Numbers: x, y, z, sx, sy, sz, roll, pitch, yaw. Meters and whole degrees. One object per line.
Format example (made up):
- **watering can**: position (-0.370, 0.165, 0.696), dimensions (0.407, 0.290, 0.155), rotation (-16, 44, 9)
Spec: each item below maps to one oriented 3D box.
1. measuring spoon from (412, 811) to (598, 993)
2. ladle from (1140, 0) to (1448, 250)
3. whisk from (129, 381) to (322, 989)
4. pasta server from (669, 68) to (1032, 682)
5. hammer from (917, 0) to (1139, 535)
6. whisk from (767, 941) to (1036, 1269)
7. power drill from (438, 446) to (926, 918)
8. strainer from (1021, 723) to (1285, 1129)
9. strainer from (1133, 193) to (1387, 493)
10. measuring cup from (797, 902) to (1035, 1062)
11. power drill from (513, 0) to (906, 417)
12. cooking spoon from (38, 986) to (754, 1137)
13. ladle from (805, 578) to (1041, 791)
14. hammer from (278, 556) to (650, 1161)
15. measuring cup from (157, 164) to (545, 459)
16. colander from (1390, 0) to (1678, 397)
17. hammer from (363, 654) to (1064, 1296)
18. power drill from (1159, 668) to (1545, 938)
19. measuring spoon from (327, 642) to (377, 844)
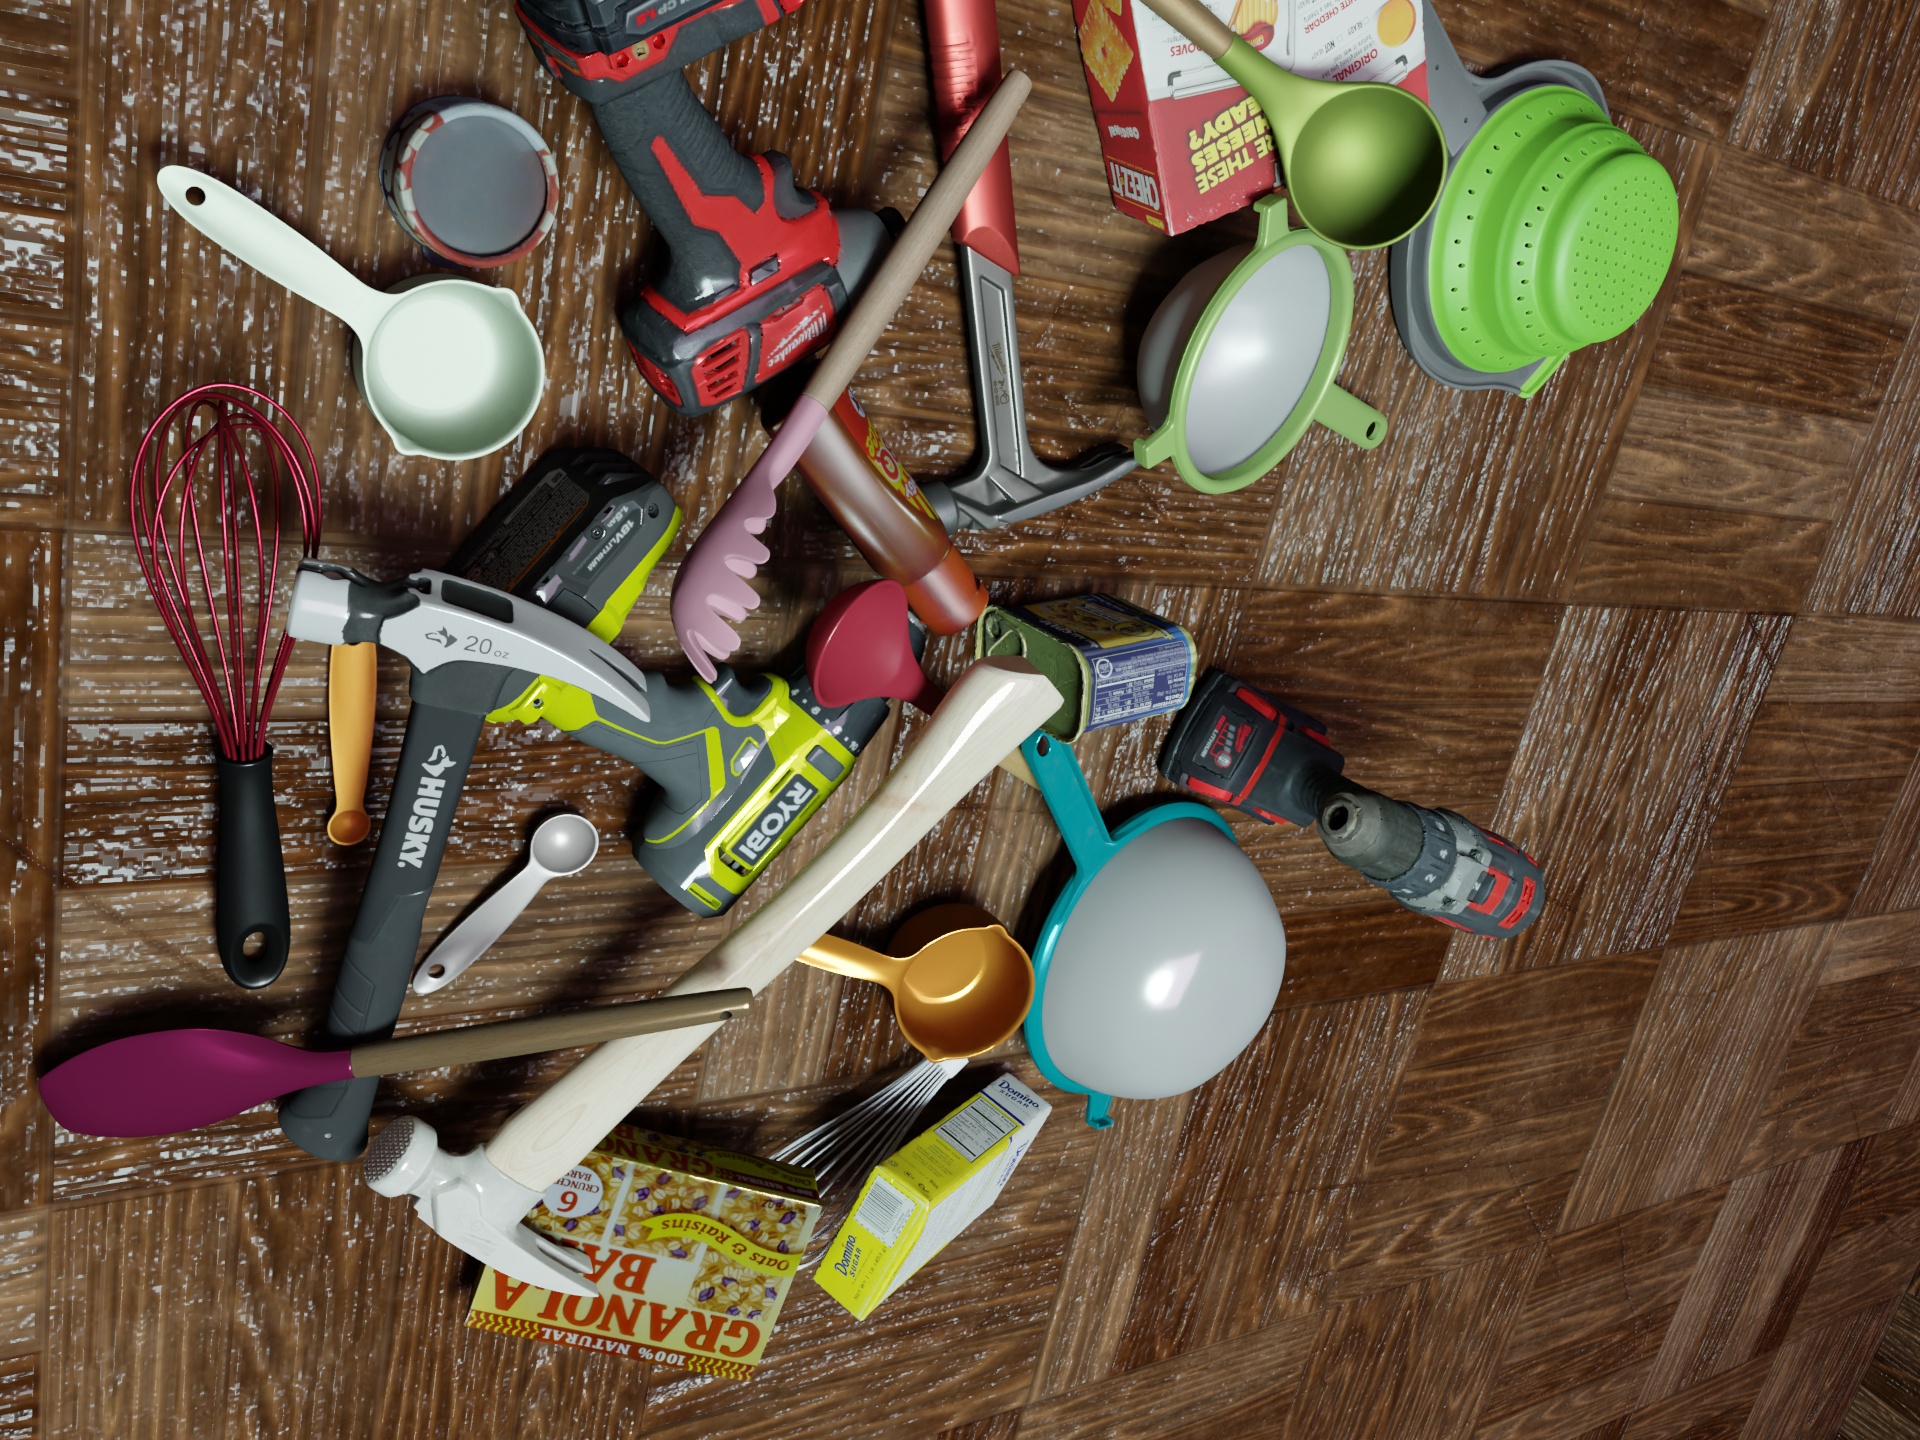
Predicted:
- **measuring spoon**: position (-0.235, 0.092, 0.811), dimensions (0.124, 0.018, 0.034), rotation (-45, 123, 1)
- **ladle**: position (0.106, -0.320, 0.725), dimensions (0.320, 0.062, 0.078), rotation (25, 117, -32)
- **whisk**: position (-0.310, -0.003, 0.684), dimensions (0.073, 0.073, 0.295), rotation (-9, 124, -31)
- **pasta server**: position (-0.045, -0.161, 0.718), dimensions (0.040, 0.060, 0.316), rotation (32, 81, -10)
- **hammer**: position (0.017, -0.270, 0.789), dimensions (0.149, 0.037, 0.358), rotation (-23, 124, -24)
- **whisk**: position (-0.031, 0.233, 0.995), dimensions (0.284, 0.070, 0.070), rotation (-42, 129, -16)
- **power drill**: position (-0.131, -0.026, 0.782), dimensions (0.190, 0.080, 0.228), rotation (-49, 133, -4)
- **strainer**: position (0.124, 0.124, 0.990), dimensions (0.211, 0.095, 0.340), rotation (-46, 136, -19)
- **strainer**: position (0.176, -0.204, 0.925), dimensions (0.256, 0.069, 0.151), rotation (7, 114, -55)
- **measuring cup**: position (-0.041, 0.141, 0.950), dimensions (0.173, 0.052, 0.095), rotation (21, 101, -21)
- **power drill**: position (-0.095, -0.244, 0.673), dimensions (0.143, 0.079, 0.219), rotation (-34, 146, -16)
- **cooking spoon**: position (-0.255, 0.155, 0.739), dimensions (0.319, 0.017, 0.068), rotation (-8, 129, -9)
- **ladle**: position (-0.001, -0.003, 0.858), dimensions (0.069, 0.031, 0.315), rotation (-56, 149, -1)
- **hammer**: position (-0.250, 0.082, 0.720), dimensions (0.146, 0.035, 0.334), rotation (11, 123, -23)
- **measuring cup**: position (-0.250, -0.172, 0.652), dimensions (0.167, 0.038, 0.083), rotation (34, 91, -38)
- **colander**: position (0.323, -0.335, 0.929), dimensions (0.204, 0.095, 0.396), rotation (-52, 131, -2)
- **hammer**: position (-0.101, 0.125, 0.810), dimensions (0.410, 0.038, 0.146), rotation (-43, 122, 1)
- **power drill**: position (0.223, 0.049, 0.963), dimensions (0.187, 0.227, 0.080), rotation (22, 98, -40)
- **measuring spoon**: position (-0.282, 0.002, 0.735), dimensions (0.021, 0.011, 0.117), rotation (-3, 110, -32)
